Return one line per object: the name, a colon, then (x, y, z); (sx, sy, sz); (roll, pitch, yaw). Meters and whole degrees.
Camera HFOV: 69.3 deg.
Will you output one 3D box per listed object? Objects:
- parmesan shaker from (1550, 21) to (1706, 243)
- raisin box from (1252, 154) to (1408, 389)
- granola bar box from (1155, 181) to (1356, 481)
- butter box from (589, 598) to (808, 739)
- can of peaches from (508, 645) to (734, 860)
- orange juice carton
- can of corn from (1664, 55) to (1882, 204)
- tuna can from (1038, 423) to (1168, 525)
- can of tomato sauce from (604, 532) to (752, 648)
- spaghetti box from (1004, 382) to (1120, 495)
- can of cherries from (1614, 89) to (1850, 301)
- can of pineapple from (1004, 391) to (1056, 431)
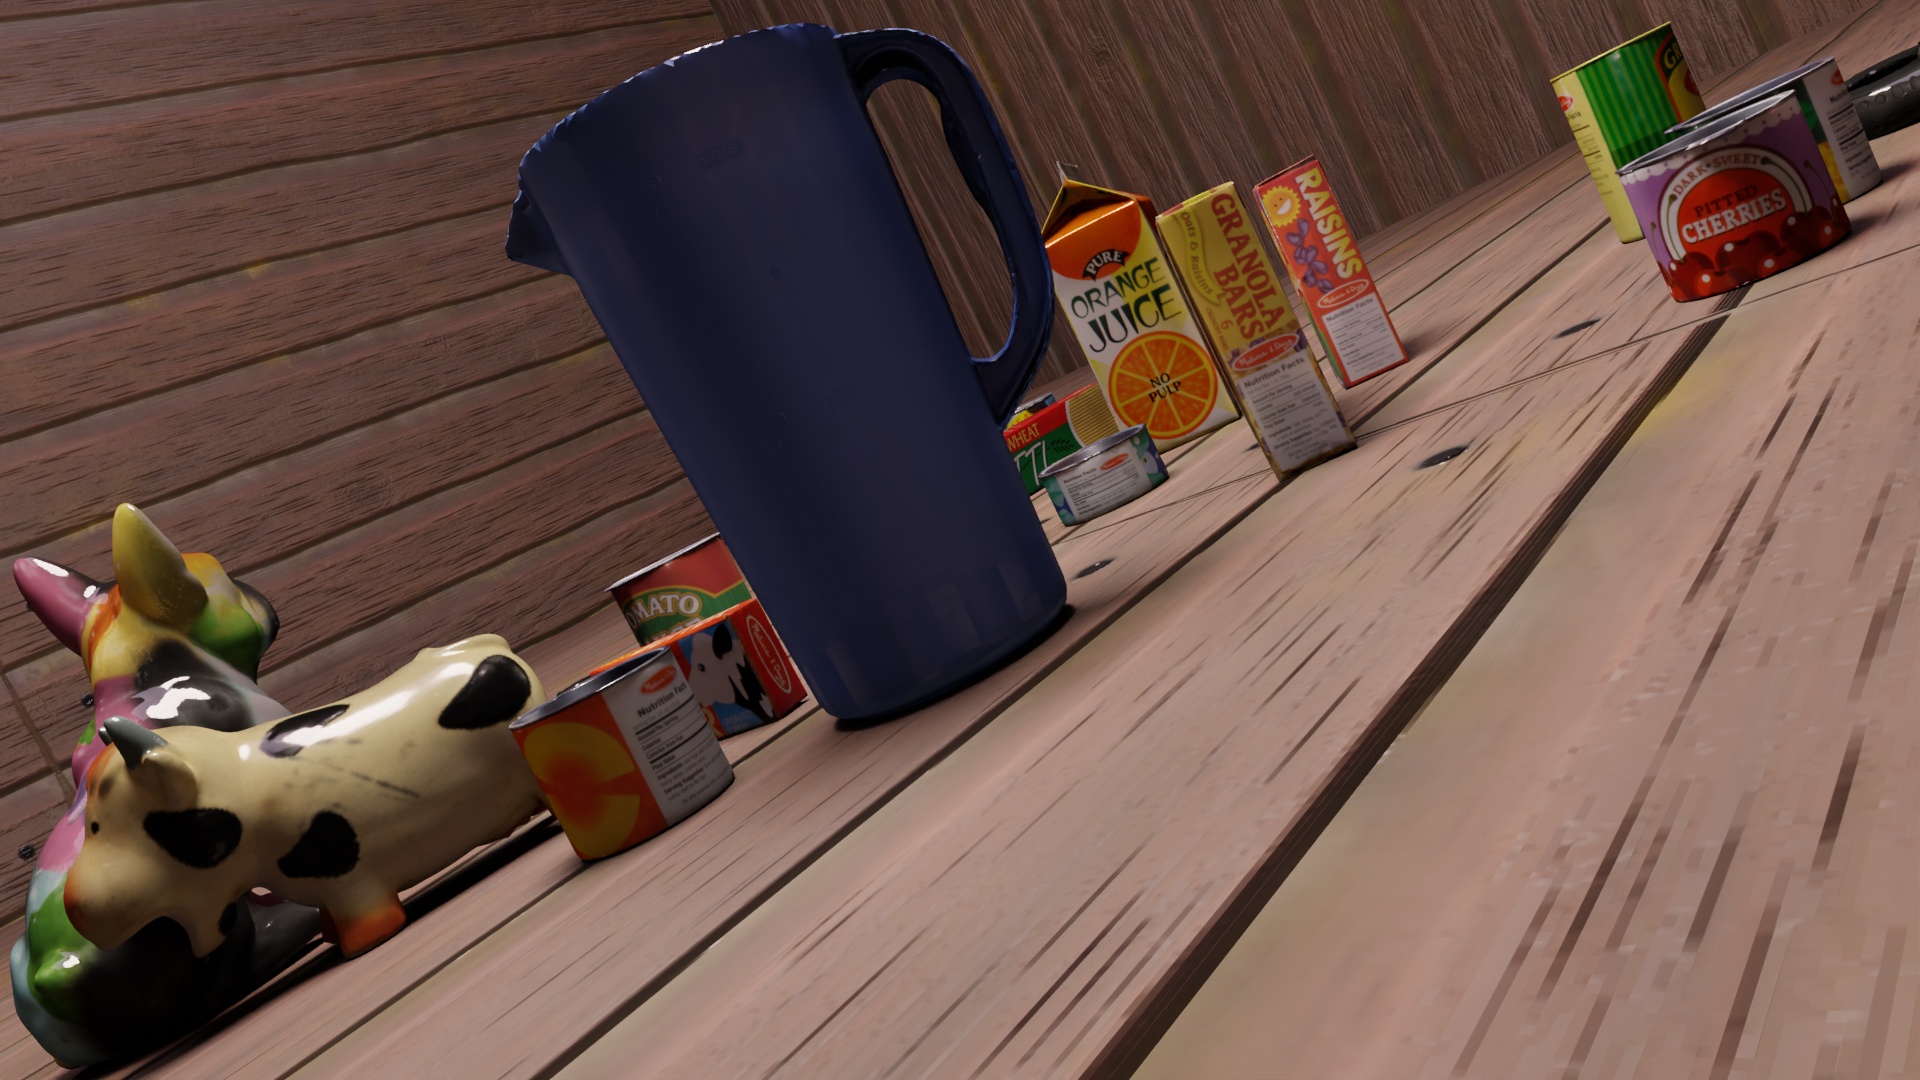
parmesan shaker: (0.388, -0.230, 0.787); (0.071, 0.103, 0.071); (-26, 6, 3)
raisin box: (0.209, -0.153, 0.790); (0.040, 0.123, 0.086); (-25, 6, 16)
granola bar box: (0.137, -0.102, 0.657); (0.039, 0.124, 0.166); (-25, 6, 14)
butter box: (-0.124, 0.067, 0.645); (0.103, 0.053, 0.024); (-22, 7, 35)
can of peaches: (-0.130, 0.081, 0.530); (0.071, 0.058, 0.071); (-26, 6, 3)
orange juice carton: (0.110, -0.155, 0.895); (0.073, 0.192, 0.072); (-24, 6, 20)
can of corn: (0.360, -0.171, 0.617); (0.071, 0.058, 0.071); (-26, 6, 3)
tuna can: (0.080, -0.037, 0.773); (0.071, 0.033, 0.071); (-26, 6, 3)
can of tomato sauce: (-0.143, 0.047, 0.752); (0.071, 0.083, 0.071); (-26, 6, 3)
spaghetti box: (0.035, -0.053, 1.021); (0.028, 0.050, 0.251); (-21, 8, 45)
can of cherries: (0.299, -0.132, 0.540); (0.071, 0.058, 0.071); (-26, 6, 3)
can of pineapple: (0.057, -0.080, 1.120); (0.071, 0.058, 0.071); (-26, 6, 3)
